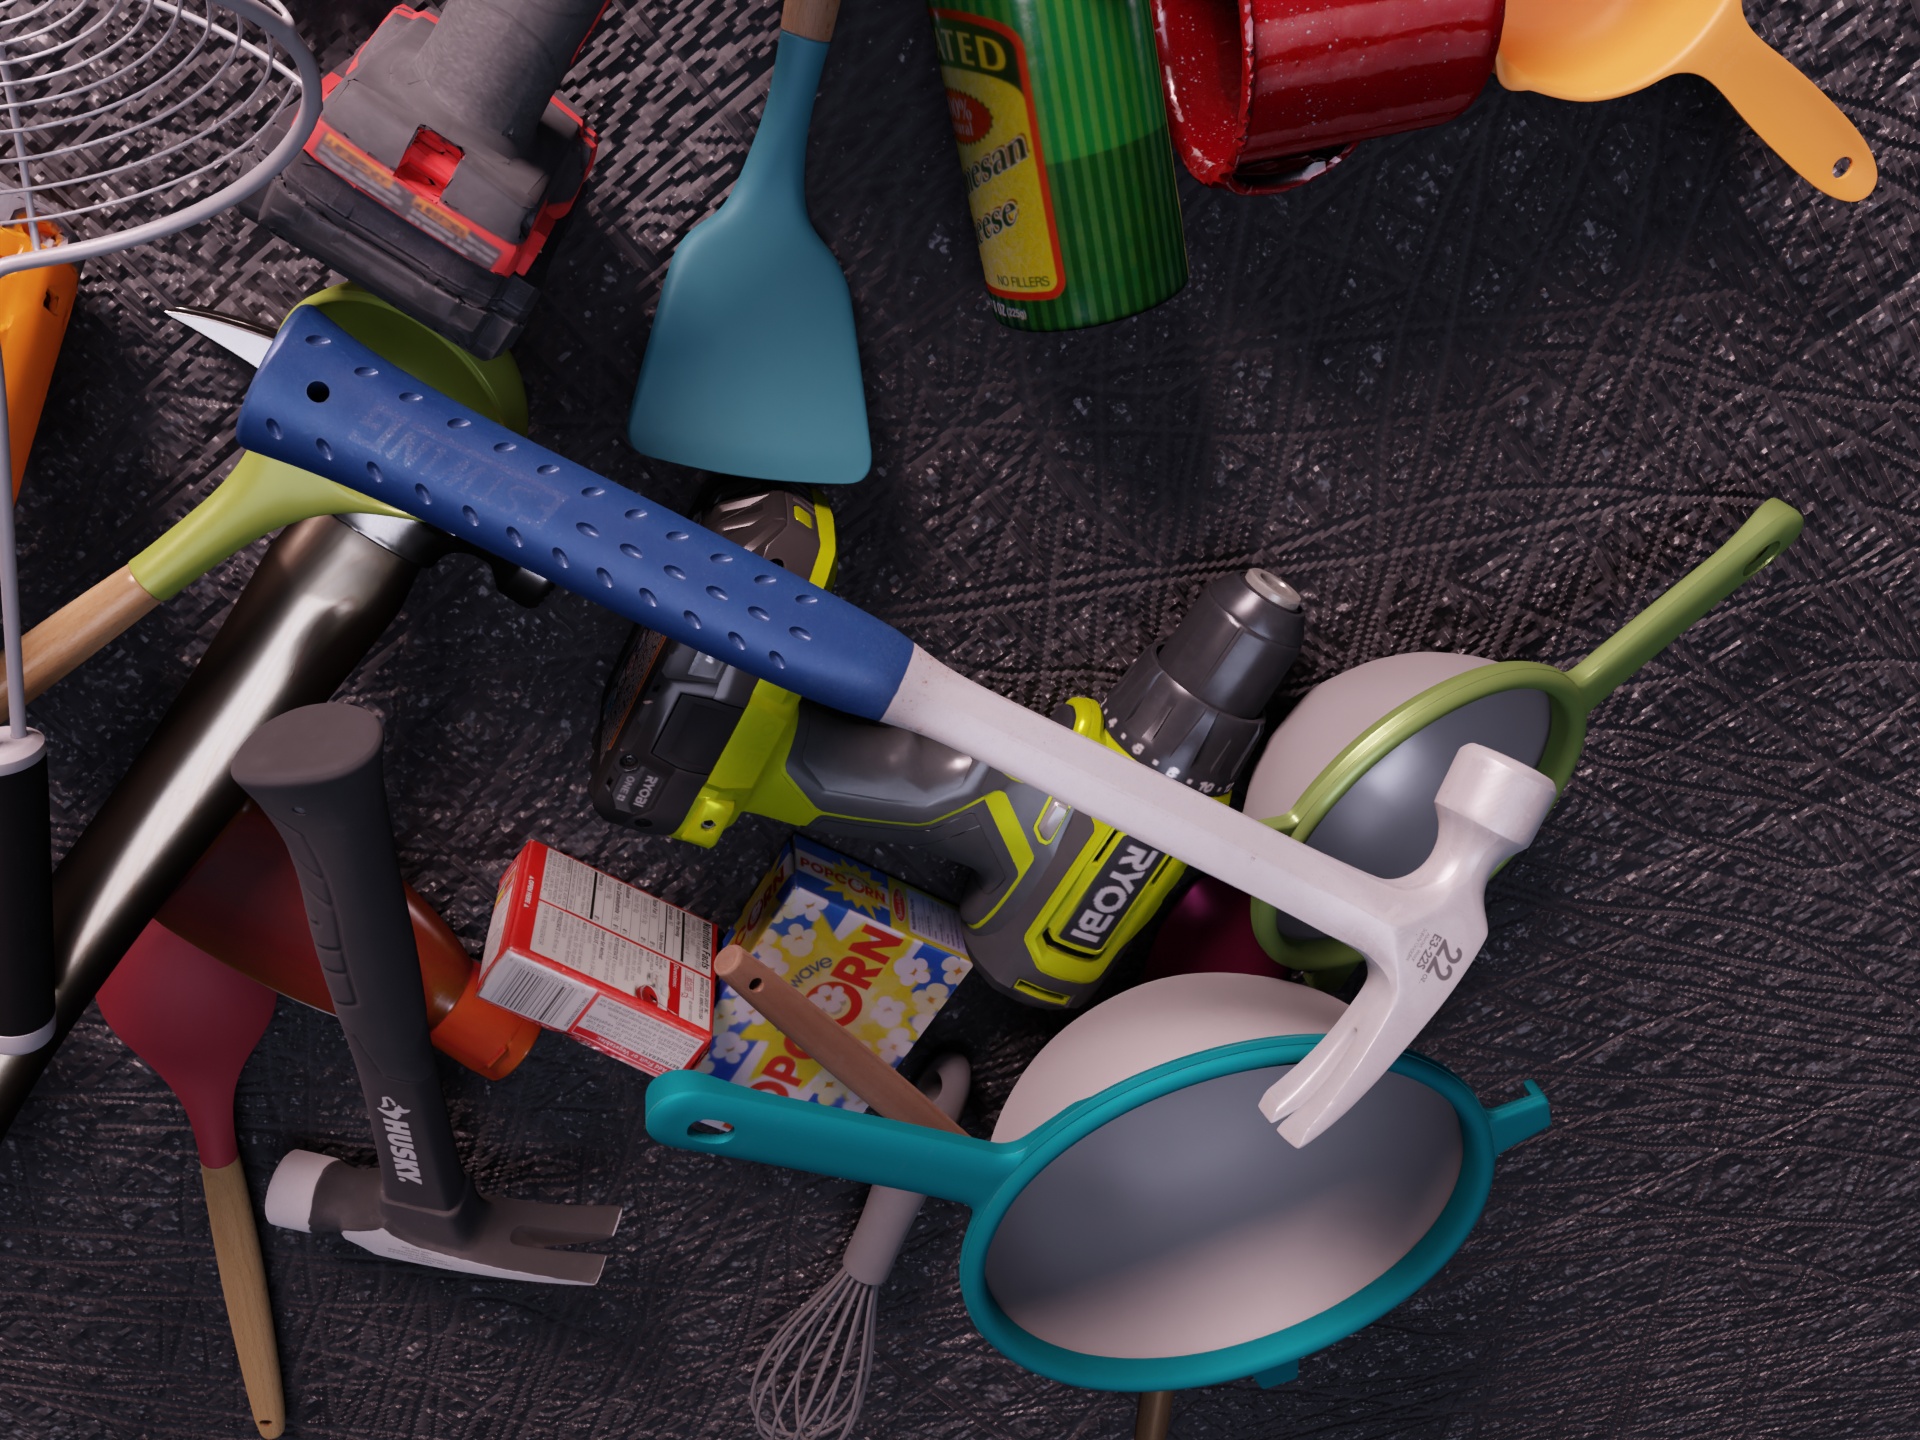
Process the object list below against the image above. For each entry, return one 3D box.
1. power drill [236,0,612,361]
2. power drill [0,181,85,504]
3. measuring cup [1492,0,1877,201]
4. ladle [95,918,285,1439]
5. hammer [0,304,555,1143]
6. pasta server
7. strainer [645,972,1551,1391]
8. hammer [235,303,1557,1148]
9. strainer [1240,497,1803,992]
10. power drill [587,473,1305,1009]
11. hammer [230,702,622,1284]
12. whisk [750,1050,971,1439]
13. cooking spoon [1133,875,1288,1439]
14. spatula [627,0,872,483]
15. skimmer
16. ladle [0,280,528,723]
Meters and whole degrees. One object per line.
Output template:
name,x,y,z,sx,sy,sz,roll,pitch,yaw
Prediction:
power drill,-0.097,-0.218,0.421,0.078,0.143,0.219,30,118,-22
power drill,-0.385,-0.091,0.442,0.226,0.084,0.164,10,76,-12
measuring cup,0.224,-0.221,0.505,0.173,0.052,0.095,29,112,-23
ladle,-0.317,0.206,0.685,0.069,0.031,0.315,1,120,-8
hammer,-0.304,0.059,0.542,0.146,0.038,0.410,34,94,-22
pasta server,-0.001,0.182,0.673,0.060,0.040,0.315,-49,130,-11
strainer,0.040,0.152,0.614,0.340,0.095,0.211,18,121,-23
hammer,-0.013,-0.002,0.479,0.405,0.035,0.144,26,93,-14
strainer,0.199,-0.012,0.609,0.256,0.069,0.151,-39,142,1
power drill,-0.001,-0.002,0.583,0.228,0.080,0.190,21,115,-21
hammer,-0.199,0.115,0.570,0.146,0.035,0.334,13,137,1
whisk,-0.044,0.249,0.736,0.055,0.055,0.239,16,110,-16
cooking spoon,0.104,0.216,0.725,0.068,0.017,0.318,0,110,-16
spatula,-0.036,-0.228,0.471,0.082,0.044,0.317,5,117,-22
skimmer,-0.238,-0.023,0.409,0.127,0.090,0.363,-21,141,-45
ladle,-0.268,-0.023,0.478,0.320,0.062,0.078,-36,116,-1
